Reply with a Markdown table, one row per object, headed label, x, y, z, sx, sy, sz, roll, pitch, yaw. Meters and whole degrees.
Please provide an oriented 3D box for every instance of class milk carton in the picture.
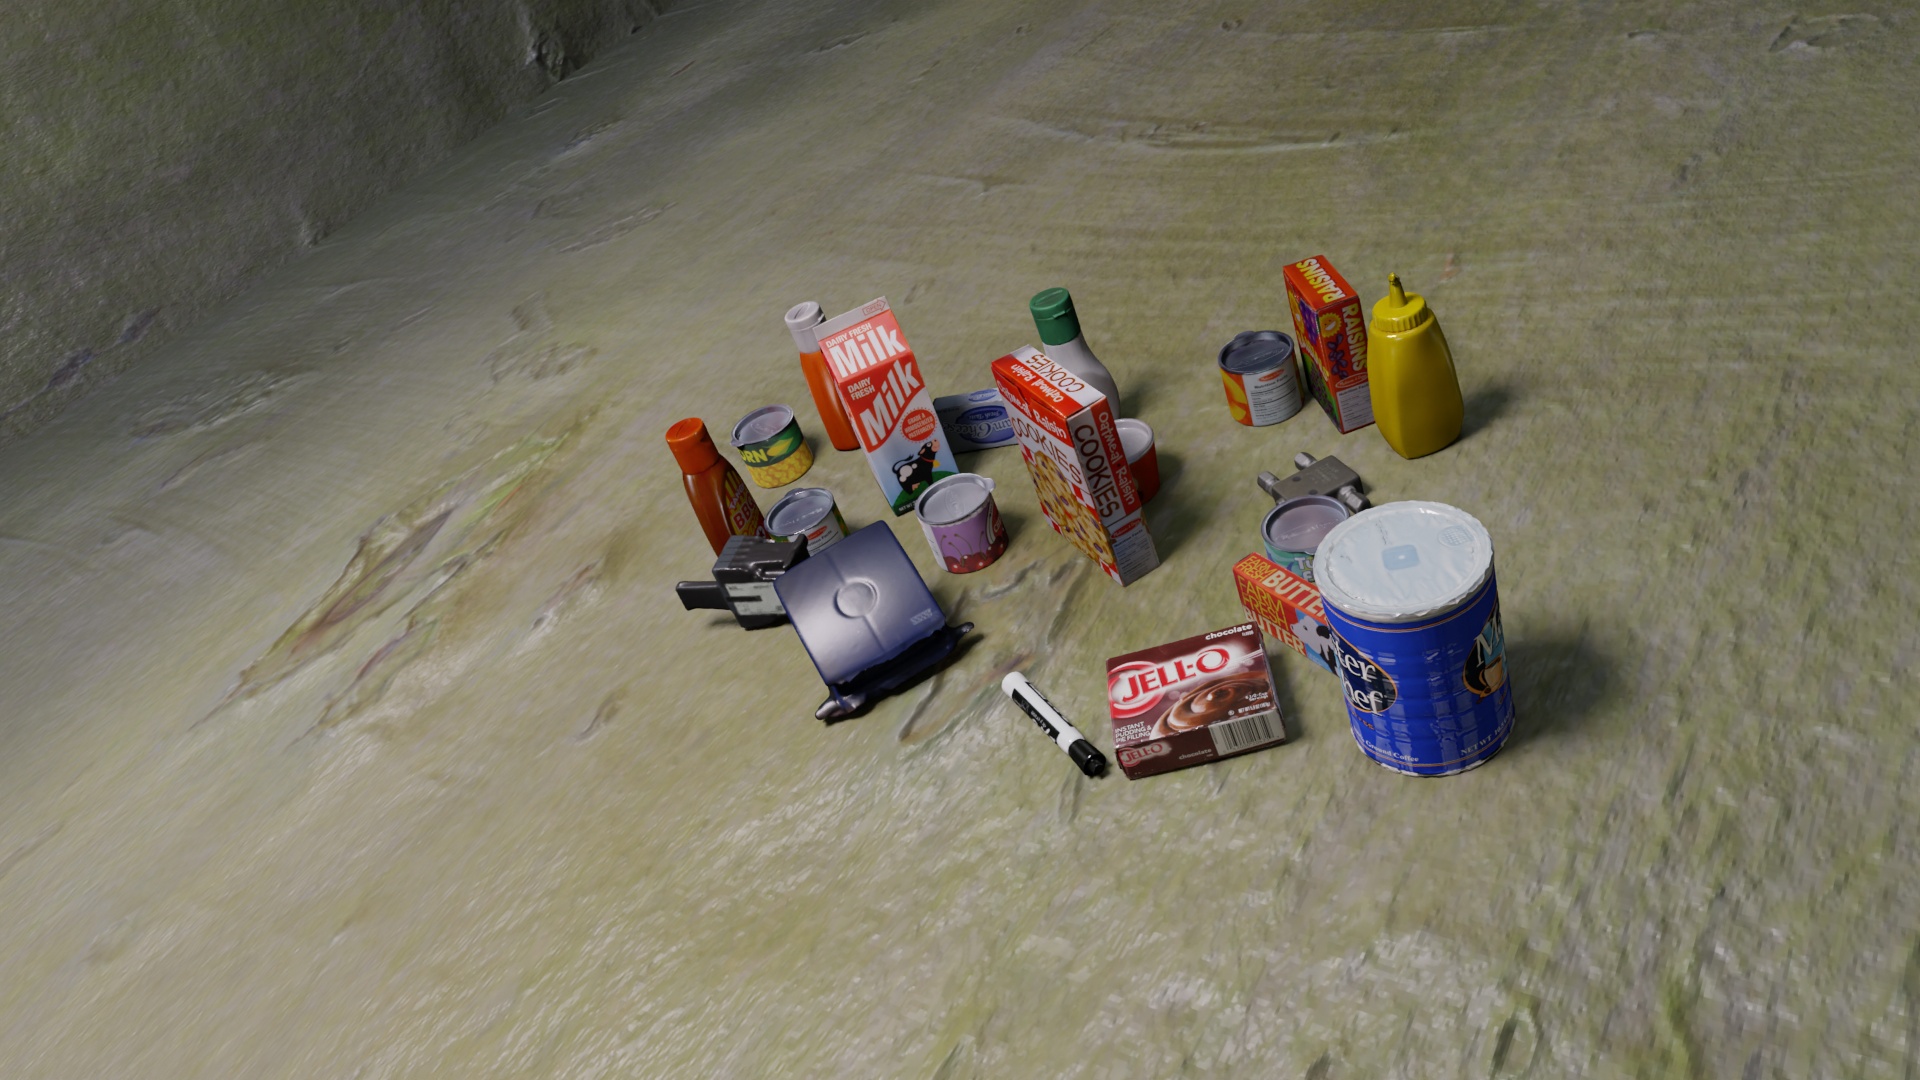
| label | x | y | z | sx | sy | sz | roll | pitch | yaw |
| --- | --- | --- | --- | --- | --- | --- | --- | --- | --- |
| milk carton | -0.067 | -0.125 | 1.248 | 0.072 | 0.189 | 0.074 | -26 | 35 | -4 |

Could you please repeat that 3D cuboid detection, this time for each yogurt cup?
| label | x | y | z | sx | sy | sz | roll | pitch | yaw |
| --- | --- | --- | --- | --- | --- | --- | --- | --- | --- |
| yogurt cup | 0.136 | -0.063 | 1.173 | 0.072 | 0.053 | 0.073 | -15 | 35 | 11 |

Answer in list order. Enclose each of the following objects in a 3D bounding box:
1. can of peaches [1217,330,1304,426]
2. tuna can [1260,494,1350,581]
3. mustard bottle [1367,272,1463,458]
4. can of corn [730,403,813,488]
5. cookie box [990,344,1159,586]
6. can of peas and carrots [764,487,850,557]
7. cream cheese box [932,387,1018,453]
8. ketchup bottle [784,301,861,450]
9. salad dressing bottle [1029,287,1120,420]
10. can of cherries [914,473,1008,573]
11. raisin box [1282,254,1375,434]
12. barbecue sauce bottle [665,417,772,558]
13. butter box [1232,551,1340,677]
| label | x | y | z | sx | sy | sz | roll | pitch | yaw |
| --- | --- | --- | --- | --- | --- | --- | --- | --- | --- |
| can of peaches | 0.261 | -0.142 | 1.207 | 0.071 | 0.057 | 0.071 | -15 | 35 | 11 |
| tuna can | 0.261 | 0.000 | 1.040 | 0.071 | 0.032 | 0.071 | -15 | 35 | 11 |
| mustard bottle | 0.345 | -0.140 | 1.069 | 0.065 | 0.159 | 0.049 | -23 | 35 | -1 |
| can of corn | -0.189 | -0.093 | 1.387 | 0.071 | 0.058 | 0.071 | -15 | 35 | 11 |
| cookie box | 0.089 | -0.060 | 1.096 | 0.040 | 0.166 | 0.123 | -31 | 35 | -11 |
| can of peas and carrots | -0.134 | -0.006 | 1.241 | 0.071 | 0.058 | 0.071 | -15 | 35 | 11 |
| cream cheese box | 0.029 | -0.114 | 1.301 | 0.104 | 0.053 | 0.024 | -8 | 37 | 20 |
| ketchup bottle | -0.128 | -0.164 | 1.370 | 0.043 | 0.148 | 0.065 | -3 | 39 | 26 |
| salad dressing bottle | 0.100 | -0.153 | 1.232 | 0.064 | 0.147 | 0.044 | -26 | 35 | -4 |
| can of cherries | 0.004 | -0.015 | 1.177 | 0.071 | 0.058 | 0.072 | -15 | 35 | 11 |
| raisin box | 0.308 | -0.163 | 1.153 | 0.040 | 0.123 | 0.086 | -19 | 35 | 5 |
| barbecue sauce bottle | -0.220 | -0.042 | 1.258 | 0.043 | 0.148 | 0.065 | -7 | 37 | 21 |
| butter box | 0.235 | 0.051 | 0.968 | 0.024 | 0.053 | 0.104 | -33 | 36 | -15 |
